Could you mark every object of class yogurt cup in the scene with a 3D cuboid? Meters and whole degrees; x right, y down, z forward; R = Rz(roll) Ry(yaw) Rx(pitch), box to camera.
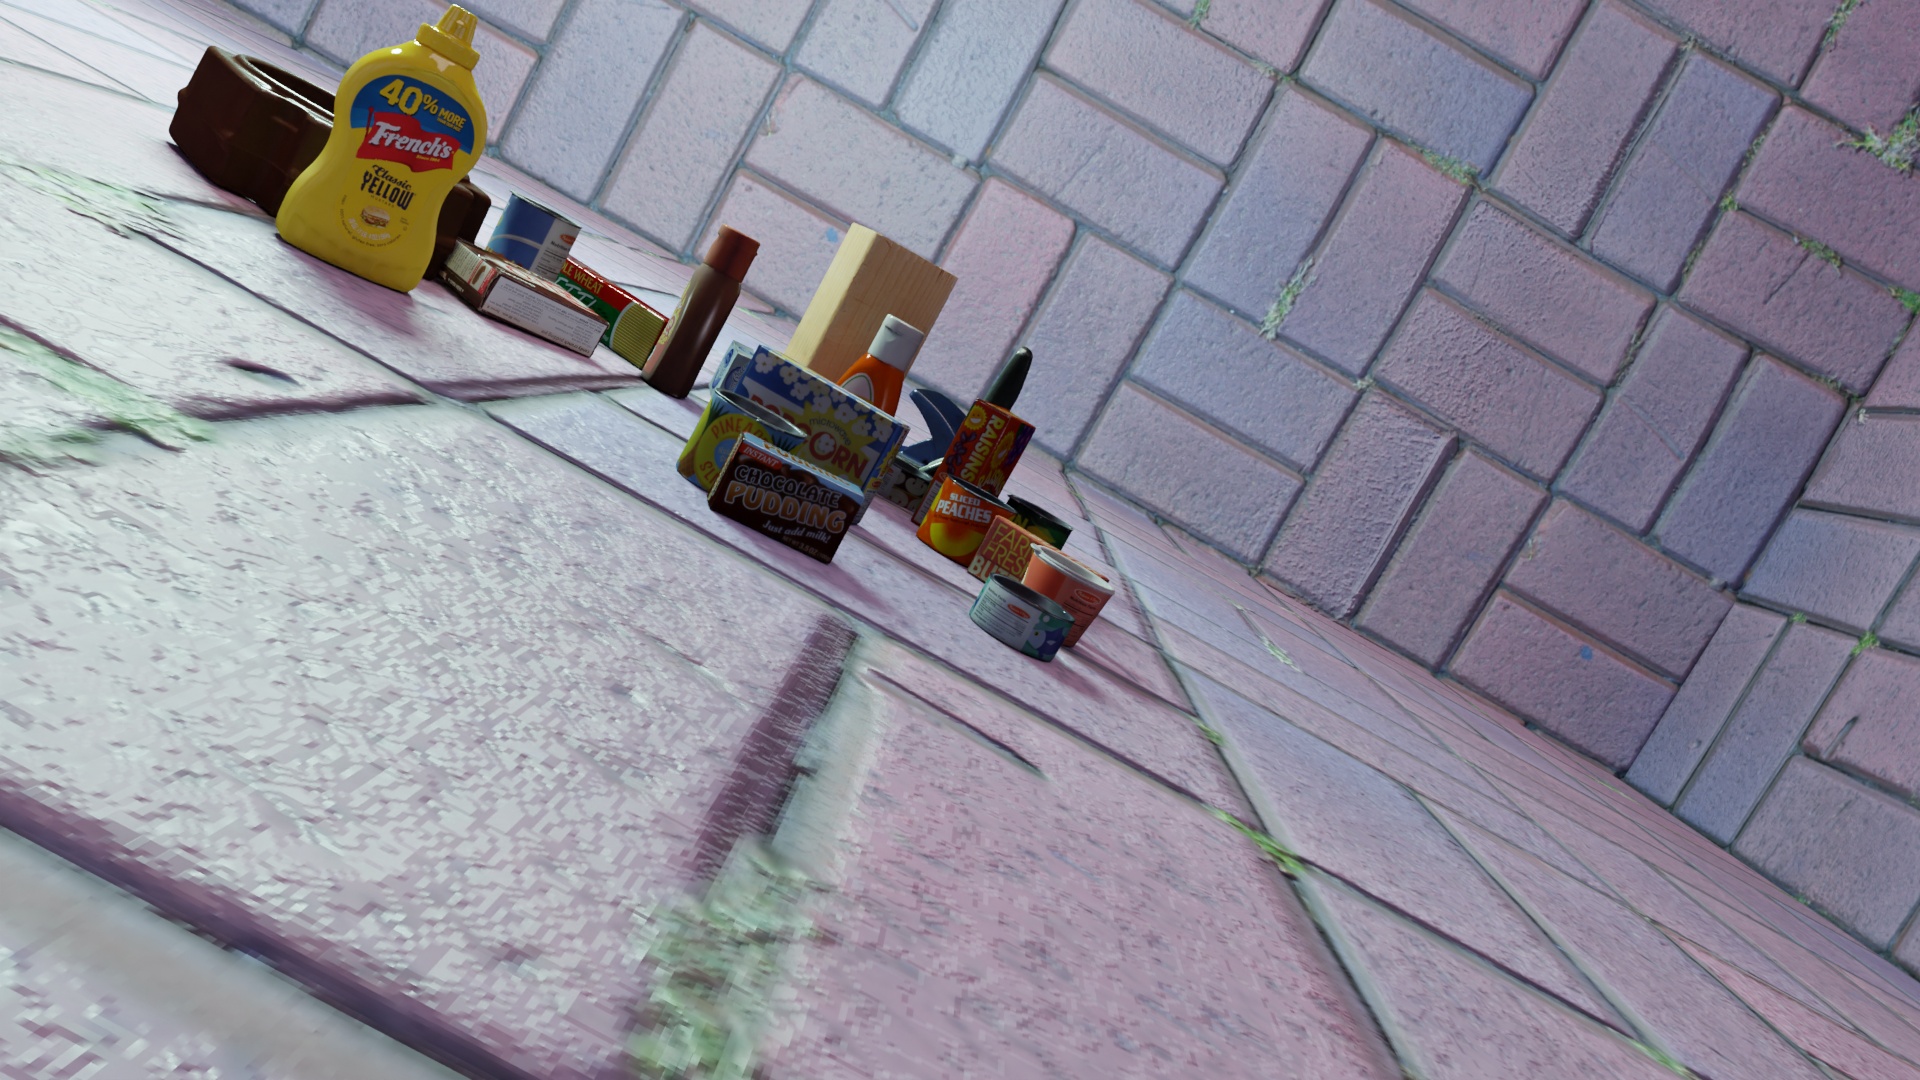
[{"bbox_3d":[0.073,0.043,1.030,0.072,0.054,0.072,29,7,-4],"label":"yogurt cup"}]

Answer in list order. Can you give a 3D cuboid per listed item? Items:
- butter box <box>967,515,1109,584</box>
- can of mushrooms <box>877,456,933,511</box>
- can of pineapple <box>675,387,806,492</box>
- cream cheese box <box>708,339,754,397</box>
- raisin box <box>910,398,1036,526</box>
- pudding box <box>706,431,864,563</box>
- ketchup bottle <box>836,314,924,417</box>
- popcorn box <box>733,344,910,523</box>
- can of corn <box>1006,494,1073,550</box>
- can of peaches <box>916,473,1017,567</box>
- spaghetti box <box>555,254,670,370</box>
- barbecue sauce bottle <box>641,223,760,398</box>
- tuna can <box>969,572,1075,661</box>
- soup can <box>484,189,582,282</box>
[{"bbox_3d":[0.060,0.027,1.092,0.103,0.053,0.024,32,7,22],"label":"butter box"},{"bbox_3d":[-0.056,-0.055,1.292,0.071,0.033,0.071,28,7,-4],"label":"can of mushrooms"},{"bbox_3d":[-0.141,-0.057,0.892,0.071,0.057,0.071,29,7,-4],"label":"can of pineapple"},{"bbox_3d":[-0.213,-0.155,1.302,0.024,0.053,0.104,27,7,-17],"label":"cream cheese box"},{"bbox_3d":[0.013,-0.060,1.235,0.040,0.123,0.086,31,7,18],"label":"raisin box"},{"bbox_3d":[-0.106,-0.026,0.846,0.083,0.049,0.030,27,7,-18],"label":"pudding box"},{"bbox_3d":[-0.081,-0.120,1.187,0.065,0.148,0.043,32,7,20],"label":"ketchup bottle"},{"bbox_3d":[-0.112,-0.079,1.040,0.127,0.085,0.038,30,7,11],"label":"popcorn box"},{"bbox_3d":[0.059,-0.002,1.267,0.071,0.058,0.071,29,7,-4],"label":"can of corn"},{"bbox_3d":[0.004,-0.014,1.145,0.071,0.058,0.071,29,7,-4],"label":"can of peaches"},{"bbox_3d":[-0.350,-0.227,1.289,0.250,0.050,0.028,33,8,31],"label":"spaghetti box"},{"bbox_3d":[-0.219,-0.195,1.181,0.043,0.148,0.065,27,7,-16],"label":"barbecue sauce bottle"},{"bbox_3d":[0.042,0.052,0.937,0.071,0.033,0.071,28,7,-4],"label":"tuna can"},{"bbox_3d":[-0.388,-0.260,1.239,0.071,0.083,0.071,29,7,-4],"label":"soup can"}]
